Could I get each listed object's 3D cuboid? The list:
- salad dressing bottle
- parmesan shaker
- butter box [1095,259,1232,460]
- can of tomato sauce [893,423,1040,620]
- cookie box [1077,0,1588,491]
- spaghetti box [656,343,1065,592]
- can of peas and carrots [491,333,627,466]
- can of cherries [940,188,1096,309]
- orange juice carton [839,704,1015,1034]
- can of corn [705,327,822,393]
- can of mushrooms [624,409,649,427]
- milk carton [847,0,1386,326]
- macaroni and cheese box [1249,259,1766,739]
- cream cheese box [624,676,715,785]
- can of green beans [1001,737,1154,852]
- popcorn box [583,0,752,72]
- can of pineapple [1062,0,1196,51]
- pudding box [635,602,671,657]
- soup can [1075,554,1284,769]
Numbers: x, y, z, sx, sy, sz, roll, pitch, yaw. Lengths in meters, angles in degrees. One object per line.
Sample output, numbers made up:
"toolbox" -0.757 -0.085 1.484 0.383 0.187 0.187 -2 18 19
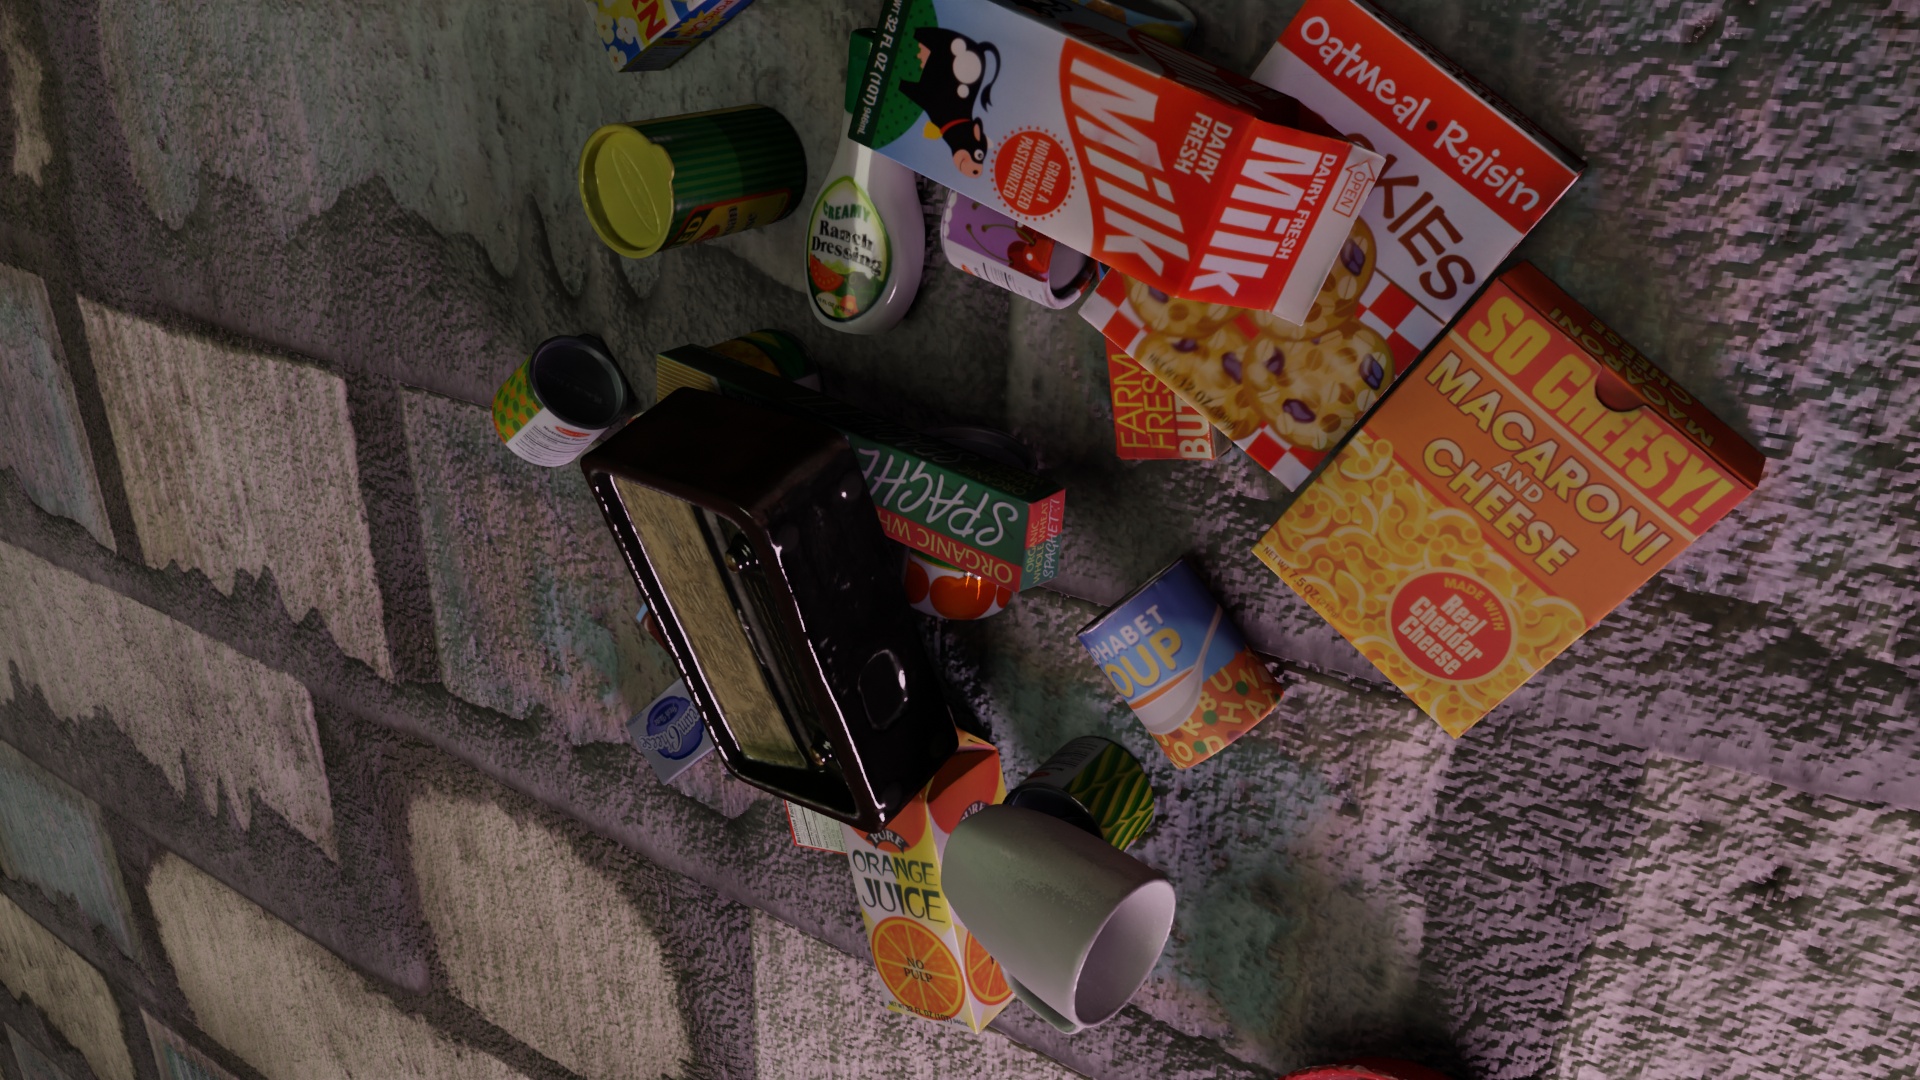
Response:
"salad dressing bottle" -0.045 -0.180 0.704 0.064 0.044 0.147 24 121 25
"parmesan shaker" -0.136 -0.191 0.727 0.071 0.103 0.071 15 118 31
"butter box" 0.096 -0.088 0.652 0.053 0.024 0.103 4 112 34
"can of tomato sauce" 0.003 -0.009 0.728 0.071 0.071 0.082 26 123 25
"cookie box" 0.147 -0.123 0.572 0.123 0.040 0.166 42 120 8
"spaghetti box" -0.059 -0.041 0.696 0.250 0.029 0.050 23 122 31
"can of peas and carrots" -0.255 -0.090 0.885 0.058 0.071 0.071 -31 90 41
"can of cherries" 0.034 -0.150 0.645 0.058 0.072 0.071 28 124 24
"orange juice carton" -0.016 0.183 0.819 0.072 0.073 0.192 0 108 38
"can of corn" -0.124 -0.084 0.794 0.071 0.058 0.071 15 117 31
"can of mushrooms" -0.178 -0.051 0.864 0.071 0.033 0.070 15 118 30
"milk carton" 0.061 -0.154 0.535 0.191 0.074 0.072 30 121 14
"macaroni and cheese box" 0.221 -0.013 0.582 0.124 0.040 0.165 44 129 12
"cream cheese box" -0.187 0.124 0.951 0.103 0.024 0.053 -37 86 40
"can of green beans" 0.064 0.149 0.755 0.071 0.058 0.071 15 117 31
"popcorn box" -0.172 -0.327 0.738 0.085 0.038 0.126 -19 97 39
"can of pineapple" 0.059 -0.208 0.598 0.071 0.071 0.057 35 125 19
"pudding box" -0.173 0.038 0.901 0.050 0.030 0.083 46 129 10
"soup can" 0.106 0.061 0.678 0.084 0.072 0.071 53 130 5
